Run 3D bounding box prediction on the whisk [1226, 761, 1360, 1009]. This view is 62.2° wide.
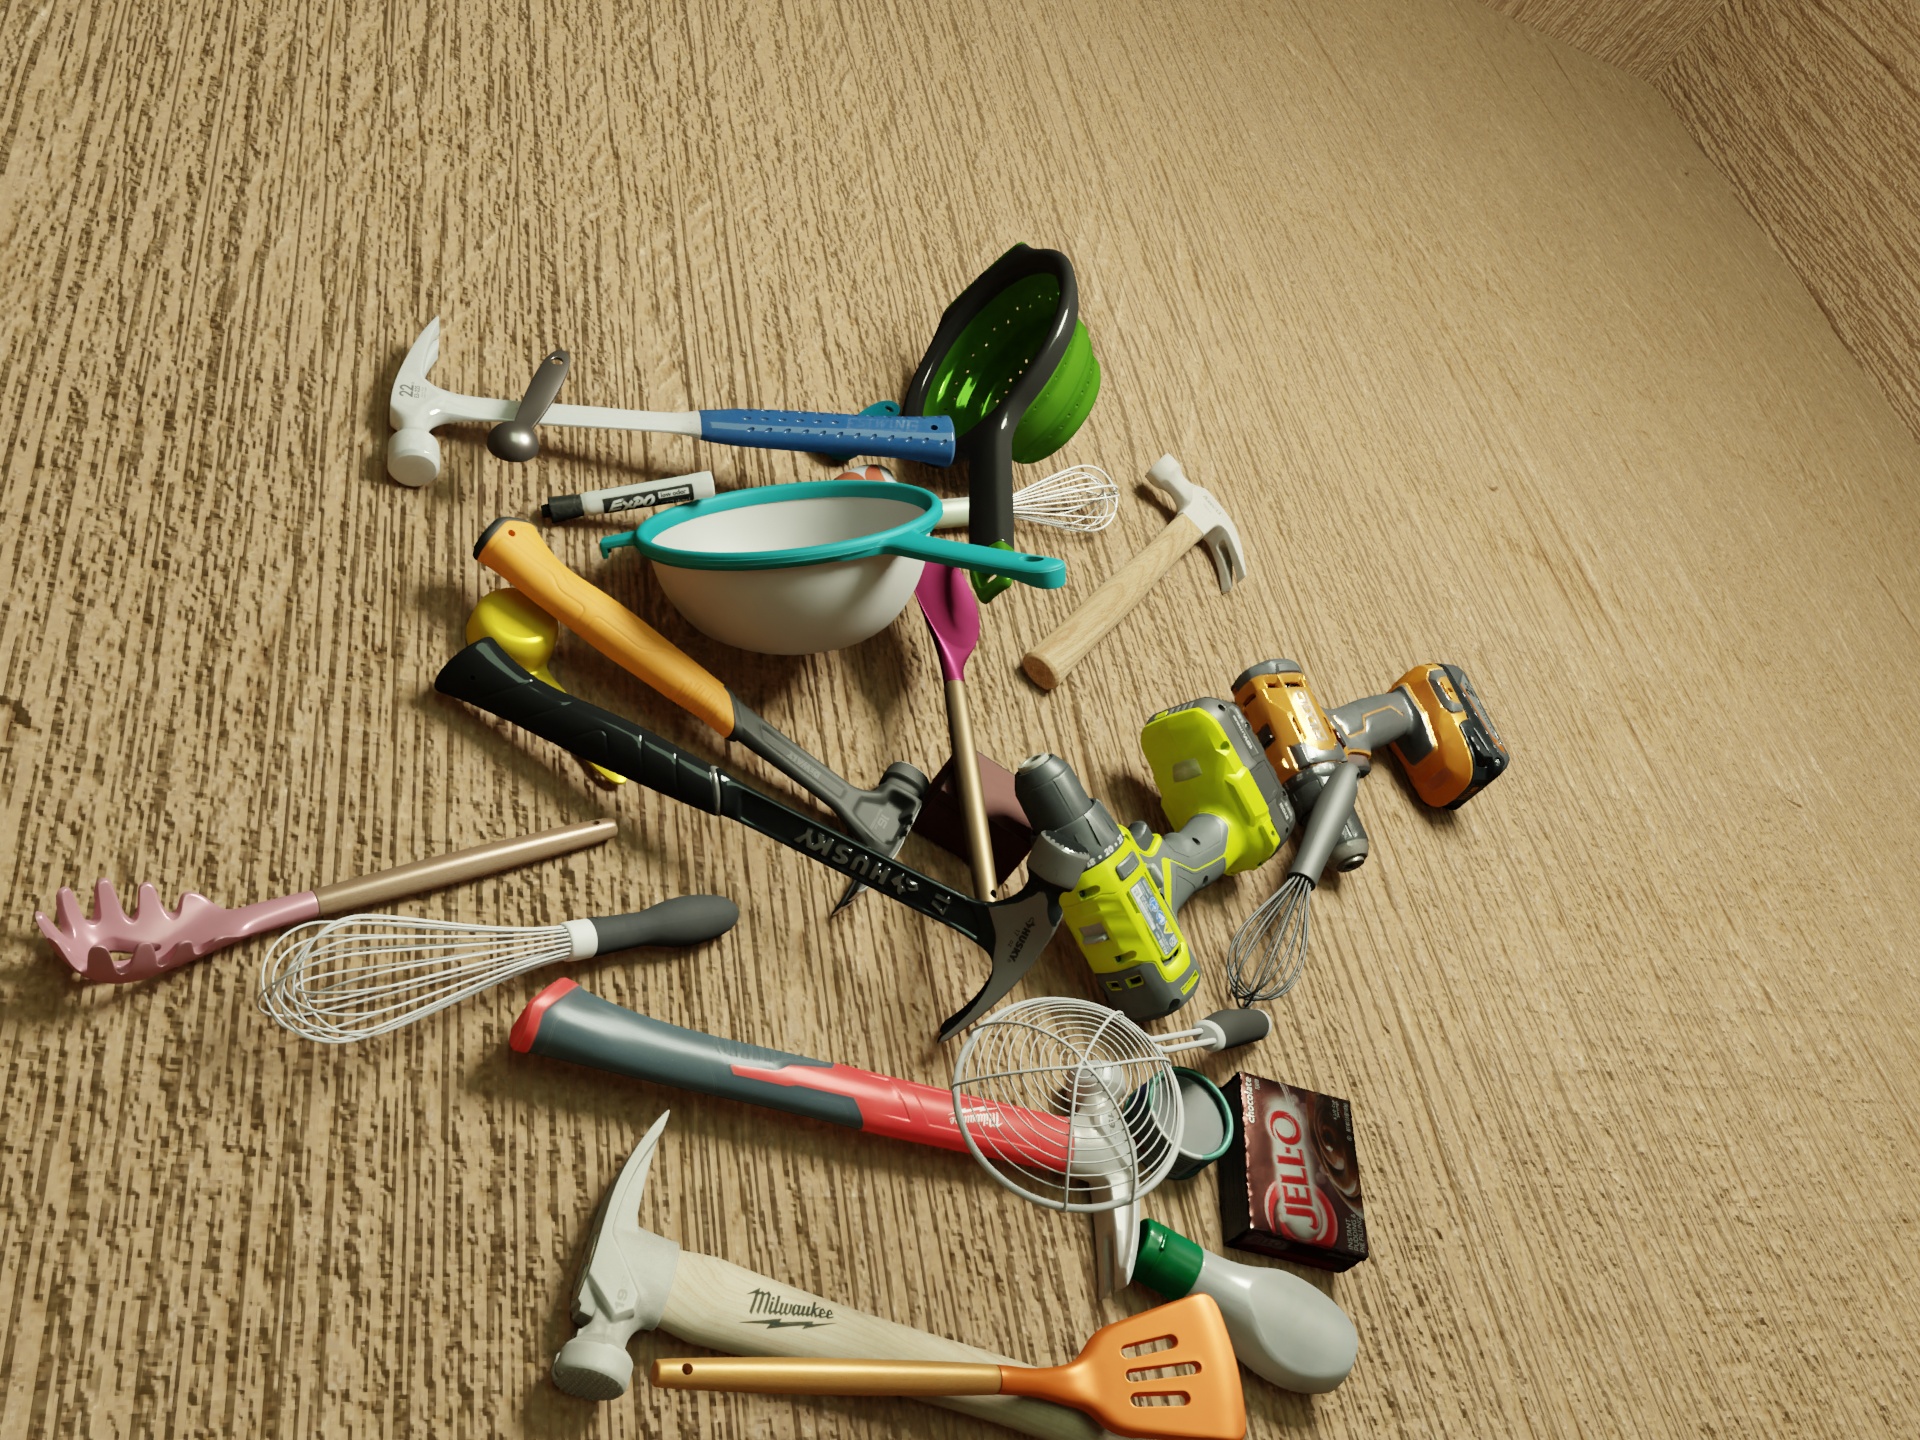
[{"bbox_3d":[0.253,0.117,1.185,0.055,0.055,0.239,35,56,-3],"label":"whisk"}]

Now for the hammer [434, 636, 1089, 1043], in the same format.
[{"bbox_3d":[-0.134,0.057,0.980,0.409,0.149,0.036,26,10,0],"label":"hammer"}]

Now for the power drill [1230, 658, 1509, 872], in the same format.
[{"bbox_3d":[0.350,0.035,1.332,0.226,0.084,0.186,-2,58,-30],"label":"power drill"}]

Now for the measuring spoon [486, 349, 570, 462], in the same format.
[{"bbox_3d":[-0.294,-0.223,1.098,0.034,0.018,0.124,16,48,-5],"label":"measuring spoon"}]

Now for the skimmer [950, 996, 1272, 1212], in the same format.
[{"bbox_3d":[0.115,0.217,0.970,0.127,0.090,0.363,43,12,24],"label":"skimmer"}]

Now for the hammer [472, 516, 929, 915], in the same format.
[{"bbox_3d":[-0.174,-0.014,1.034,0.336,0.034,0.127,38,42,-9],"label":"hammer"}]

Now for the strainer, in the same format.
[{"bbox_3d":[-0.066,-0.086,1.059,0.341,0.095,0.211,15,28,39],"label":"strainer"}]

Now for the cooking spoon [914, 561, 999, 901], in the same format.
[{"bbox_3d":[-0.002,-0.004,1.096,0.068,0.017,0.319,25,42,-38],"label":"cooking spoon"}]

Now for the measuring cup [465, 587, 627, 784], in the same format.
[{"bbox_3d":[-0.257,-0.024,1.016,0.062,0.029,0.157,-26,69,-44],"label":"measuring cup"}]

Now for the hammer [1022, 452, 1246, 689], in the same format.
[{"bbox_3d":[0.148,-0.116,1.354,0.130,0.031,0.331,46,45,0],"label":"hammer"}]

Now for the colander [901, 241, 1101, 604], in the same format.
[{"bbox_3d":[0.049,-0.222,1.278,0.094,0.204,0.398,32,39,-30],"label":"colander"}]

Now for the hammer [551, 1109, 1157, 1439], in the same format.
[{"bbox_3d":[-0.007,0.345,0.862,0.410,0.038,0.146,24,43,-14],"label":"hammer"}]

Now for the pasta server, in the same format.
[{"bbox_3d":[-0.327,0.087,0.871,0.316,0.040,0.060,-14,37,-42],"label":"pasta server"}]

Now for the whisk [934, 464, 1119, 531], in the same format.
[{"bbox_3d":[0.037,-0.180,1.333,0.246,0.058,0.059,-10,91,-34],"label":"whisk"}]

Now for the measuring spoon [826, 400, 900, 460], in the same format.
[{"bbox_3d":[-0.084,-0.243,1.333,0.042,0.021,0.129,39,34,3],"label":"measuring spoon"}]

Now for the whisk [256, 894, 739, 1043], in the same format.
[{"bbox_3d":[-0.242,0.126,0.880,0.284,0.070,0.070,-5,57,-42],"label":"whisk"}]

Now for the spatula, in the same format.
[{"bbox_3d":[0.001,0.335,0.818,0.322,0.041,0.081,12,47,-25],"label":"spatula"}]

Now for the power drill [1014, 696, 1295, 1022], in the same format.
[{"bbox_3d":[0.135,0.075,1.122,0.228,0.080,0.190,-38,102,-47],"label":"power drill"}]

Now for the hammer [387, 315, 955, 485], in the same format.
[{"bbox_3d":[-0.203,-0.222,1.164,0.405,0.035,0.144,1,52,-18],"label":"hammer"}]

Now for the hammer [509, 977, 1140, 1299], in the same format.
[{"bbox_3d":[-0.067,0.229,0.911,0.386,0.038,0.143,18,48,-22],"label":"hammer"}]
